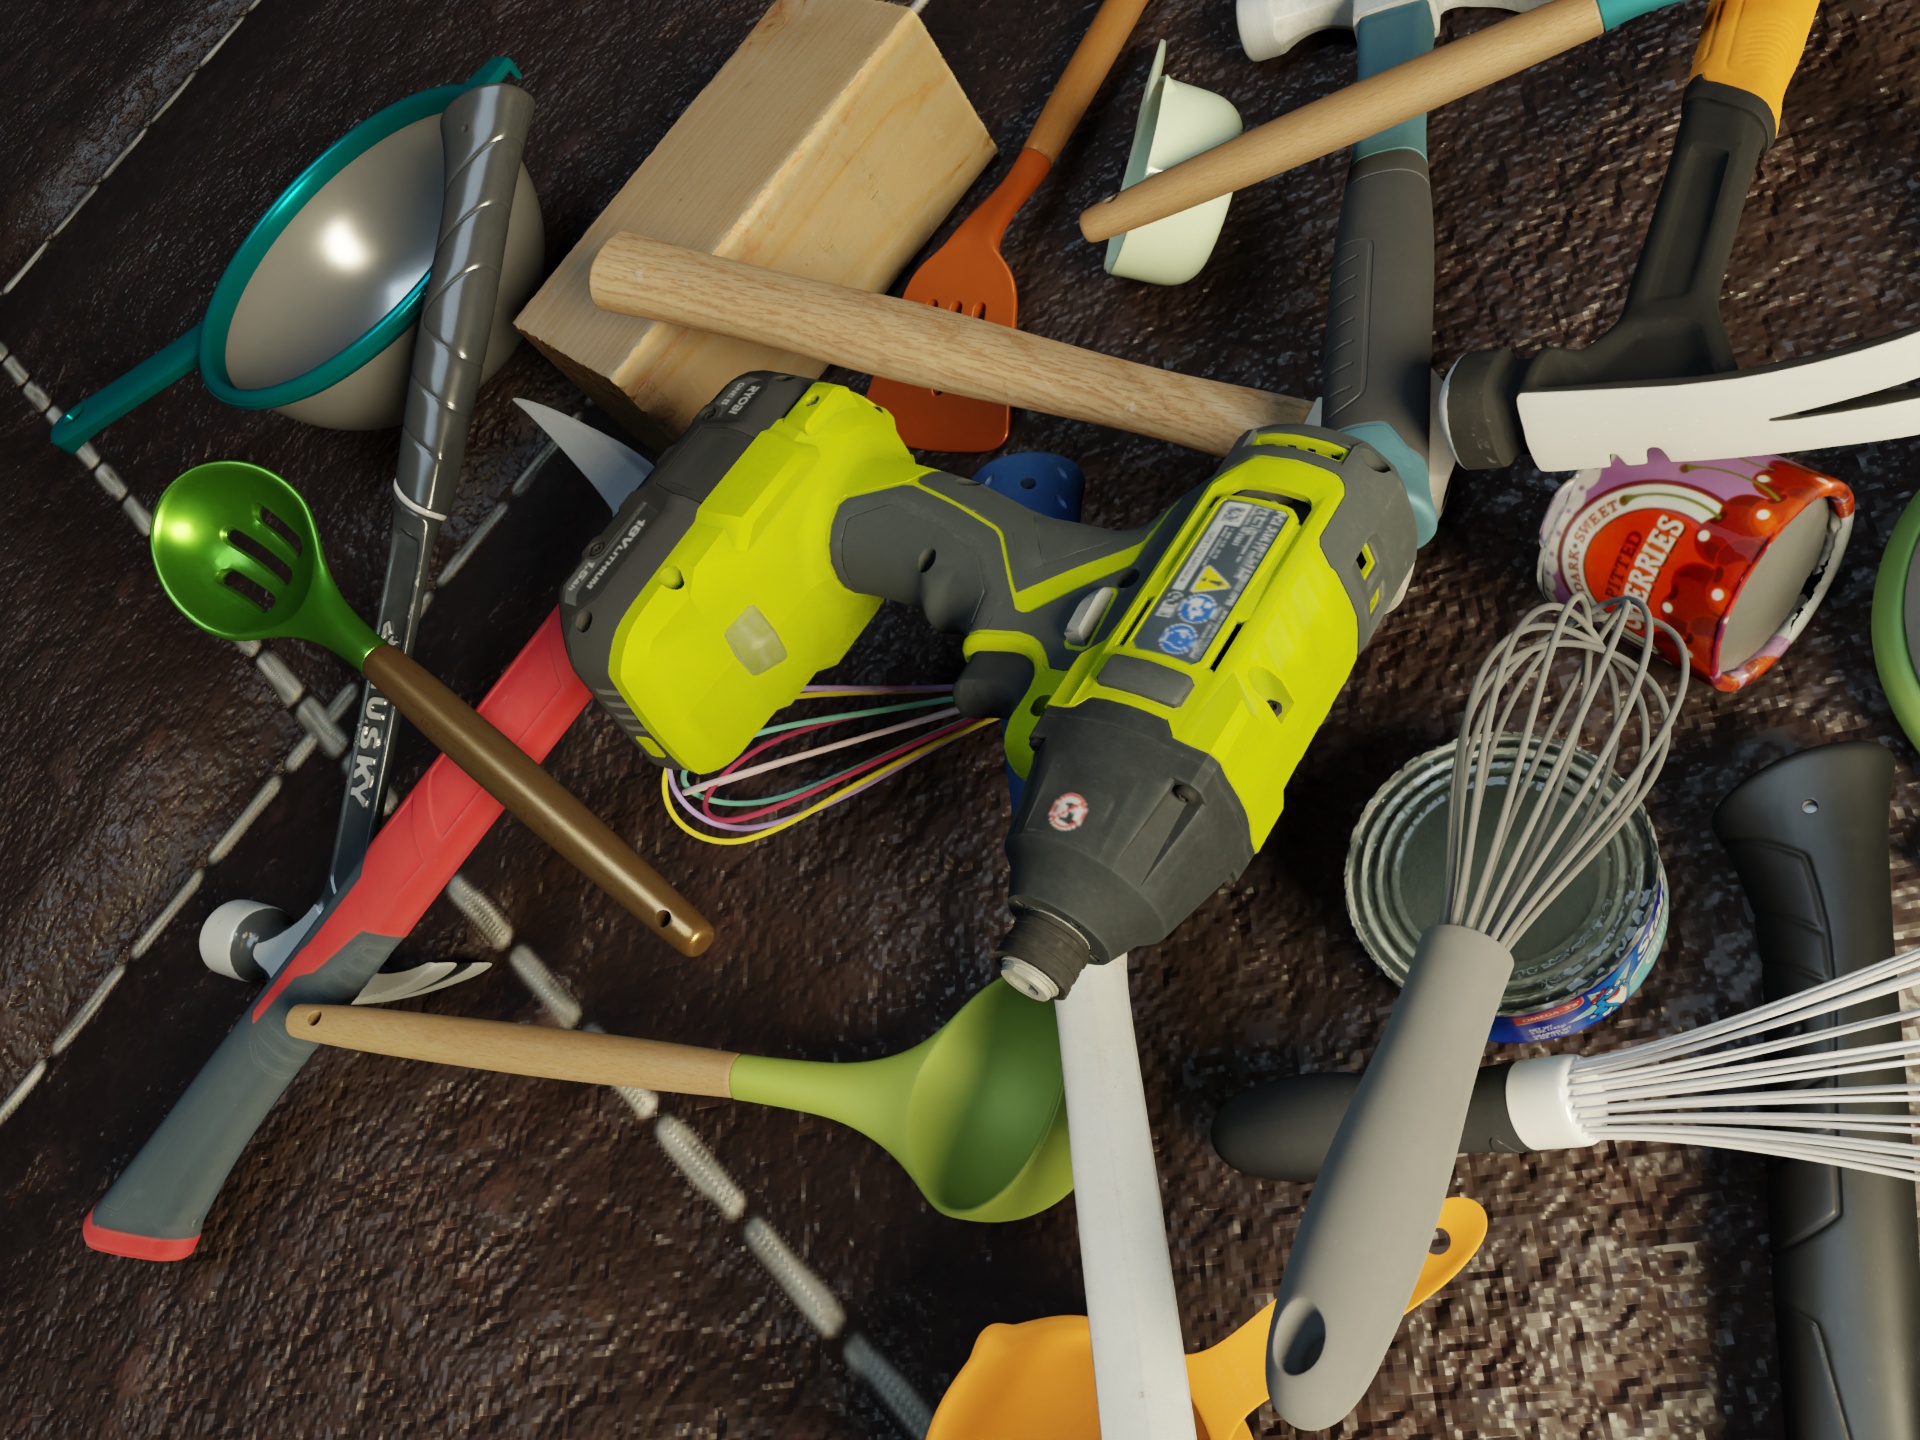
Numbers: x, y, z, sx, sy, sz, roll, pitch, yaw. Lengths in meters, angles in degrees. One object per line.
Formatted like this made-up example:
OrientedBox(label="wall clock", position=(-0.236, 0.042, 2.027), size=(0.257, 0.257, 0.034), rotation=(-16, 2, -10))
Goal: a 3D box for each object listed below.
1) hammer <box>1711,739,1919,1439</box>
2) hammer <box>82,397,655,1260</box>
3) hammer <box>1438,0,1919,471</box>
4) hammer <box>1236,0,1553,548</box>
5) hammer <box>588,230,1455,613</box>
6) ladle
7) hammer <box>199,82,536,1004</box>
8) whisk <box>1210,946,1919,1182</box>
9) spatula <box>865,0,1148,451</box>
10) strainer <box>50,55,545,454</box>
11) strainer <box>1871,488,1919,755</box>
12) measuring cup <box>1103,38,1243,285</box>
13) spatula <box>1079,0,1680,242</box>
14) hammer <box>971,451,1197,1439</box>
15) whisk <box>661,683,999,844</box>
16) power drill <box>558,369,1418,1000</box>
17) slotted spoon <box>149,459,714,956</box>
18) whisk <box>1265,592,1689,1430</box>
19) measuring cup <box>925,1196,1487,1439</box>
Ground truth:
OrientedBox(label="hammer", position=(0.211, 0.159, 0.364), size=(0.146, 0.035, 0.335), rotation=(-4, 62, 30))
OrientedBox(label="hammer", position=(-0.234, 0.056, 0.629), size=(0.143, 0.038, 0.386), rotation=(44, 100, 24))
OrientedBox(label="hammer", position=(0.254, -0.206, 0.499), size=(0.127, 0.034, 0.337), rotation=(2, 52, 37))
OrientedBox(label="hammer", position=(0.148, -0.184, 0.560), size=(0.128, 0.033, 0.331), rotation=(-7, 49, 26))
OrientedBox(label="hammer", position=(0.014, -0.131, 0.577), size=(0.331, 0.031, 0.130), rotation=(18, 52, 17))
OrientedBox(label="ladle", position=(-0.103, 0.112, 0.532), size=(0.320, 0.062, 0.078), rotation=(2, 59, 20))
OrientedBox(label="hammer", position=(-0.237, -0.077, 0.693), size=(0.149, 0.036, 0.409), rotation=(8, 87, 30))
OrientedBox(label="whisk", position=(0.170, 0.087, 0.375), size=(0.284, 0.070, 0.070), rotation=(-22, 52, 44))
OrientedBox(label="spatula", position=(0.047, -0.261, 0.712), size=(0.081, 0.041, 0.323), rotation=(14, 68, 35))
OrientedBox(label="strainer", position=(-0.349, -0.205, 0.872), size=(0.340, 0.095, 0.211), rotation=(-23, 52, 21))
OrientedBox(label="strainer", position=(0.307, -0.086, 0.409), size=(0.151, 0.069, 0.257), rotation=(-13, 64, 25))
OrientedBox(label="measuring cup", position=(0.092, -0.241, 0.658), size=(0.038, 0.083, 0.168), rotation=(15, 45, -3))
OrientedBox(label="spatula", position=(0.179, -0.232, 0.521), size=(0.317, 0.044, 0.082), rotation=(-17, 35, 25))
OrientedBox(label="hammer", position=(0.030, 0.071, 0.453), size=(0.144, 0.035, 0.406), rotation=(-10, 50, 6))
OrientedBox(label="whisk", position=(0.000, 0.000, 0.578), size=(0.245, 0.051, 0.047), rotation=(-15, 45, 17))
OrientedBox(label="power drill", position=(-0.004, -0.022, 0.465), size=(0.223, 0.080, 0.171), rotation=(18, 63, 35))
OrientedBox(label="slotted spoon", position=(-0.201, -0.007, 0.591), size=(0.314, 0.031, 0.070), rotation=(35, 96, 25))
OrientedBox(label="whisk", position=(0.127, 0.059, 0.391), size=(0.055, 0.055, 0.239), rotation=(11, 57, 35))
OrientedBox(label="measuring cup", position=(0.072, 0.184, 0.424), size=(0.173, 0.052, 0.095), rotation=(-37, 51, 5))
